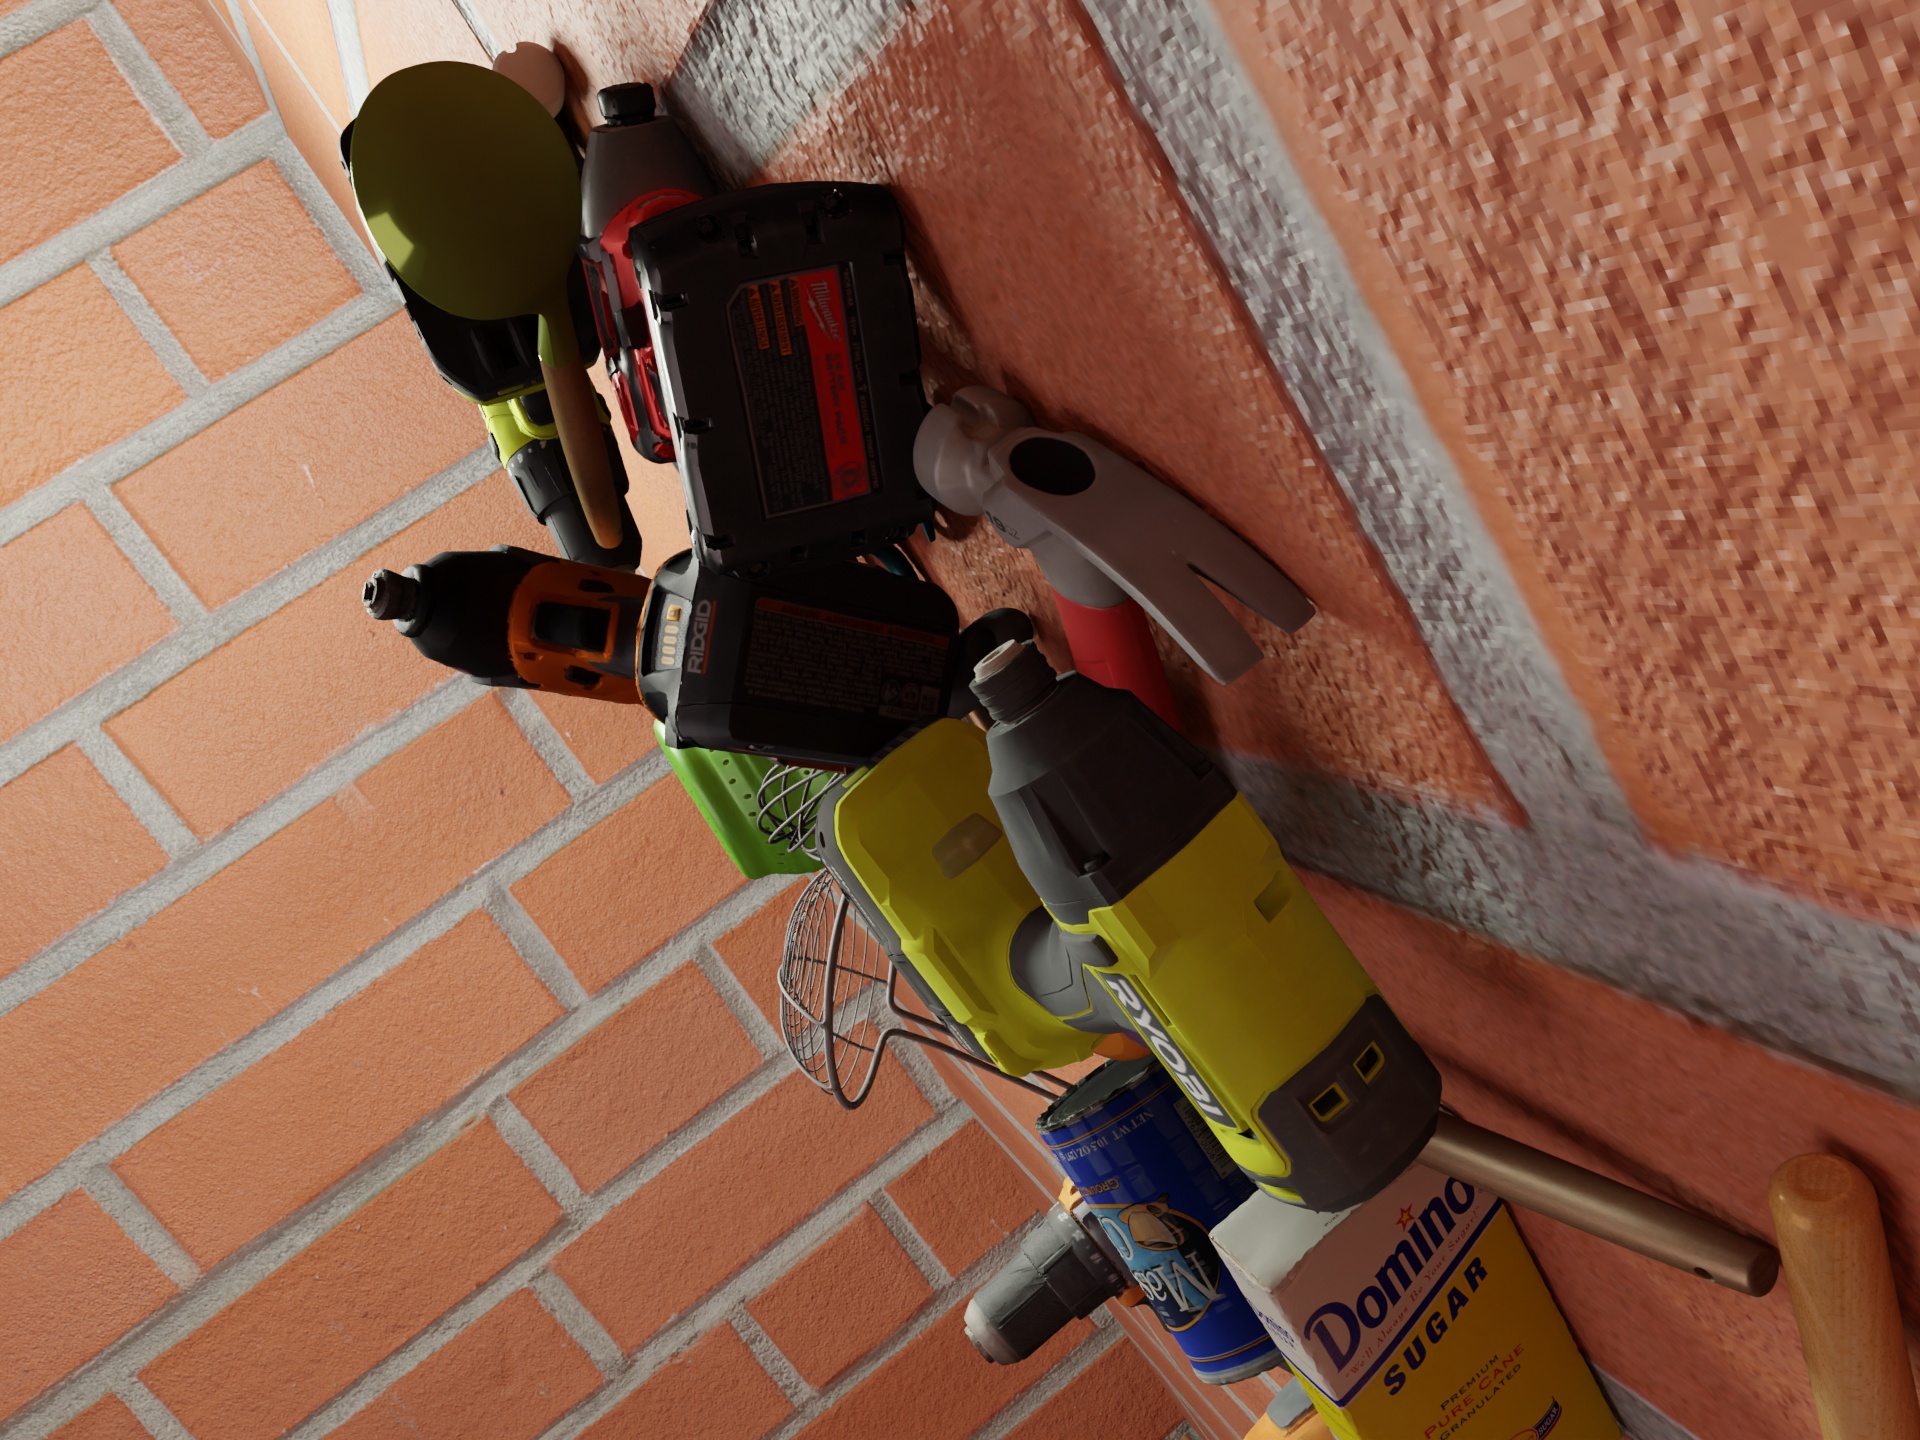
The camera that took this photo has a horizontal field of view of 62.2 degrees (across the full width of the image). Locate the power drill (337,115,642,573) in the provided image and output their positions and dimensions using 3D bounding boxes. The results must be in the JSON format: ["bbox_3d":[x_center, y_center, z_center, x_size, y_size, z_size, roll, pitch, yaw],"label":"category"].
[{"bbox_3d":[-0.208,-0.173,0.757,0.228,0.080,0.190,122,124,-78],"label":"power drill"}]

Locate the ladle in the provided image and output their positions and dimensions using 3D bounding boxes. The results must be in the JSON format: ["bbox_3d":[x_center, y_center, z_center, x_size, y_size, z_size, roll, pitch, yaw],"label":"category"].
[{"bbox_3d":[-0.164,-0.132,0.615,0.320,0.062,0.078,112,166,-74],"label":"ladle"}]

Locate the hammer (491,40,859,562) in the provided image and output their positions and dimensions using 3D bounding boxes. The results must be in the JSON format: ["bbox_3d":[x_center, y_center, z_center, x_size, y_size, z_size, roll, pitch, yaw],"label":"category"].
[{"bbox_3d":[-0.126,-0.164,0.796,0.334,0.035,0.146,56,168,-8],"label":"hammer"}]

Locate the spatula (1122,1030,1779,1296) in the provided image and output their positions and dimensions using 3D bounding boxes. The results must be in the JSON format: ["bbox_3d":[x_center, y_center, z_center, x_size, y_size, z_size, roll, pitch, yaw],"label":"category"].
[{"bbox_3d":[0.130,0.130,0.539,0.059,0.018,0.316,48,162,-21],"label":"spatula"}]

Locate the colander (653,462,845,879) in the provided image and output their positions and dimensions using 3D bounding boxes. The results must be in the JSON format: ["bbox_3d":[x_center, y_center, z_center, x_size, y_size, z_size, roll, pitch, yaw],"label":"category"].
[{"bbox_3d":[-0.129,-0.025,0.861,0.205,0.094,0.396,50,166,38],"label":"colander"}]

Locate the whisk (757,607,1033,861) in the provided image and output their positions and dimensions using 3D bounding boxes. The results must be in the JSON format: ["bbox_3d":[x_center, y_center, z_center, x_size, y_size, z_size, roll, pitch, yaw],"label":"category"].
[{"bbox_3d":[-0.033,0.008,0.706,0.055,0.055,0.239,54,142,3],"label":"whisk"}]

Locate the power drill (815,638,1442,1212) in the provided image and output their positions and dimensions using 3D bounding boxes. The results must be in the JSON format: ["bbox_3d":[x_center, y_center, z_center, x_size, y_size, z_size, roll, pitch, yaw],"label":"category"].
[{"bbox_3d":[0.034,0.055,0.504,0.171,0.080,0.223,53,163,-9],"label":"power drill"}]

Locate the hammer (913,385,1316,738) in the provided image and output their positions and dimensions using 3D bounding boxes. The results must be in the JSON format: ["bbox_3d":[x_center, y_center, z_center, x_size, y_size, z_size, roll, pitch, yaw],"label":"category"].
[{"bbox_3d":[0.089,0.060,0.568,0.143,0.038,0.385,42,164,42],"label":"hammer"}]

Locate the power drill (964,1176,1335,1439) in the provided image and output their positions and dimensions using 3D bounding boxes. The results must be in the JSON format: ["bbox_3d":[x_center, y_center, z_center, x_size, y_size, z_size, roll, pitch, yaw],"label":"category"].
[{"bbox_3d":[0.129,0.327,0.834,0.226,0.185,0.084,51,172,0],"label":"power drill"}]

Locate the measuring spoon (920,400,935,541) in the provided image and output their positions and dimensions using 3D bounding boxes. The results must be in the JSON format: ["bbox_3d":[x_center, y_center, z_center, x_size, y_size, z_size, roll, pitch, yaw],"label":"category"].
[{"bbox_3d":[-0.010,-0.091,0.598,0.042,0.021,0.128,63,179,8],"label":"measuring spoon"}]

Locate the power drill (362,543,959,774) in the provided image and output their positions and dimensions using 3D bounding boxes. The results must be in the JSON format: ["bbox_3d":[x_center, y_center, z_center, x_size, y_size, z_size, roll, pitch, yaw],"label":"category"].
[{"bbox_3d":[-0.130,-0.034,0.652,0.164,0.084,0.227,9,179,-44],"label":"power drill"}]

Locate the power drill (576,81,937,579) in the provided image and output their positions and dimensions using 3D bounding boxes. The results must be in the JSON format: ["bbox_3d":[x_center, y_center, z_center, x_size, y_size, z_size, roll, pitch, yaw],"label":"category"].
[{"bbox_3d":[-0.087,-0.144,0.559,0.220,0.078,0.143,-134,32,-57],"label":"power drill"}]

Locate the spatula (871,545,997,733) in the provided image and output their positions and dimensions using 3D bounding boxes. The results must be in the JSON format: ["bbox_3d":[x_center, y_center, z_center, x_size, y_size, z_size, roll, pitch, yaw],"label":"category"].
[{"bbox_3d":[-0.001,-0.002,0.739,0.317,0.044,0.082,55,-176,-12],"label":"spatula"}]

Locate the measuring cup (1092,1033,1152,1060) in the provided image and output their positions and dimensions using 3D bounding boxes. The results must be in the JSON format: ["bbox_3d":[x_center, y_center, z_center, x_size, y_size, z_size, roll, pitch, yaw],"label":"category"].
[{"bbox_3d":[0.063,0.095,0.700,0.095,0.052,0.173,31,155,18],"label":"measuring cup"}]

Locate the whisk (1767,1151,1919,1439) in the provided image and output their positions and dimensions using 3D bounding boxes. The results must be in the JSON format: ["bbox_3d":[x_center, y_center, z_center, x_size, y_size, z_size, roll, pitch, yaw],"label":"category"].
[{"bbox_3d":[0.226,0.195,0.396,0.244,0.051,0.047,64,171,-28],"label":"whisk"}]

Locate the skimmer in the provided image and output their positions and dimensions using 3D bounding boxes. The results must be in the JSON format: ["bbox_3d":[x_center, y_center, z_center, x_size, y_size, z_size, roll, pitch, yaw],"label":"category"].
[{"bbox_3d":[0.046,0.180,0.836,0.363,0.127,0.090,31,144,-32],"label":"skimmer"}]
